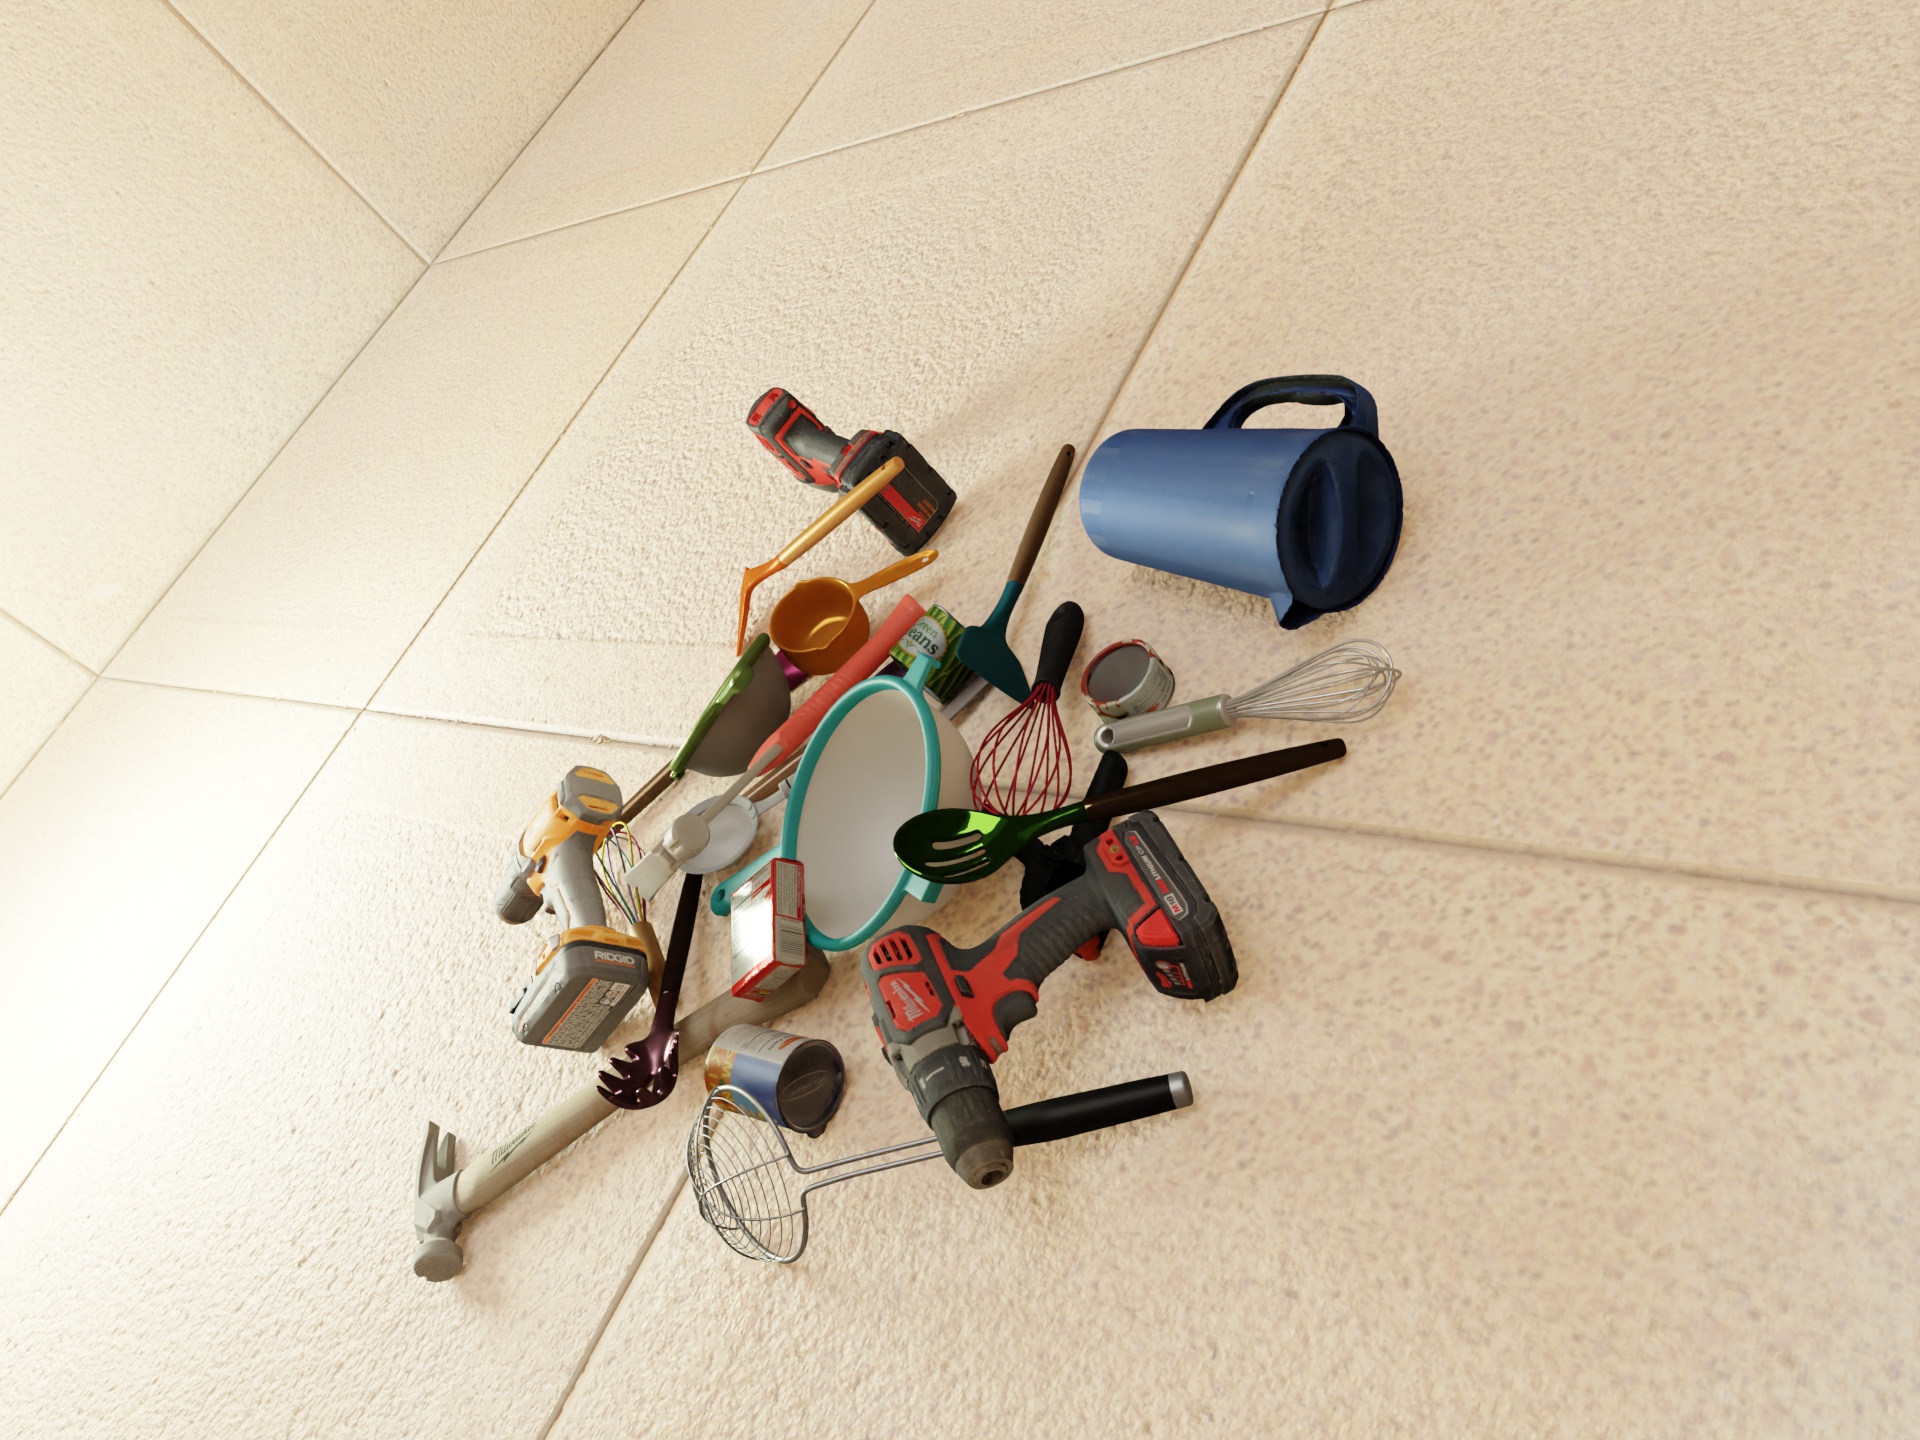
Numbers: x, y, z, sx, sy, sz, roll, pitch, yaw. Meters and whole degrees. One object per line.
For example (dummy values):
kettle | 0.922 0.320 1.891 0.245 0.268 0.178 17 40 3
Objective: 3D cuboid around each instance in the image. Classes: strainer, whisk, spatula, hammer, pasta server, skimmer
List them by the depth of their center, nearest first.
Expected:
skimmer | -0.021 0.274 1.053 0.363 0.127 0.090 -17 0 14
whisk | 0.198 -0.009 1.137 0.246 0.059 0.058 -15 73 37
whisk | 0.061 -0.011 1.216 0.073 0.073 0.296 -21 27 26
strainer | -0.083 0.102 1.257 0.340 0.095 0.211 -34 49 47
pasta server | -0.235 0.200 1.280 0.060 0.040 0.316 -18 30 10
hammer | -0.279 0.290 1.284 0.410 0.038 0.146 -35 37 10
hammer | -0.143 0.012 1.351 0.359 0.036 0.149 -47 4 -33
spatula | 0.062 -0.138 1.378 0.044 0.082 0.318 -35 27 48
strainer | -0.155 0.067 1.383 0.258 0.050 0.087 -33 44 3
strainer | -0.183 -0.007 1.391 0.151 0.069 0.256 -57 8 -13
whisk | -0.286 0.168 1.402 0.047 0.051 0.245 -36 41 0
spatula | -0.145 0.036 1.420 0.316 0.018 0.060 -39 35 3
spatula | -0.144 -0.161 1.497 0.322 0.041 0.081 -32 49 44

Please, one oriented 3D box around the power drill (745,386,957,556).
power drill | -0.110 -0.247 1.569 0.078 0.143 0.220 -52 45 -5

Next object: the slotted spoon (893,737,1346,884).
slotted spoon | 0.109 0.057 1.074 0.313 0.031 0.070 -14 42 -2

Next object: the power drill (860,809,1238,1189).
power drill | 0.059 0.175 1.002 0.226 0.080 0.188 -26 44 -2

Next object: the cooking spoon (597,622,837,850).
cooking spoon | -0.240 0.015 1.524 0.319 0.017 0.069 -44 37 -2

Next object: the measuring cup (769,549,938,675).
measuring cup | -0.091 -0.103 1.480 0.173 0.052 0.095 -27 49 2

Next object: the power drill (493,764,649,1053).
power drill | -0.350 0.177 1.383 0.185 0.084 0.226 -49 42 30

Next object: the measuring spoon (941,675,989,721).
measuring spoon | -0.002 -0.004 1.338 0.124 0.018 0.034 -46 31 -15
